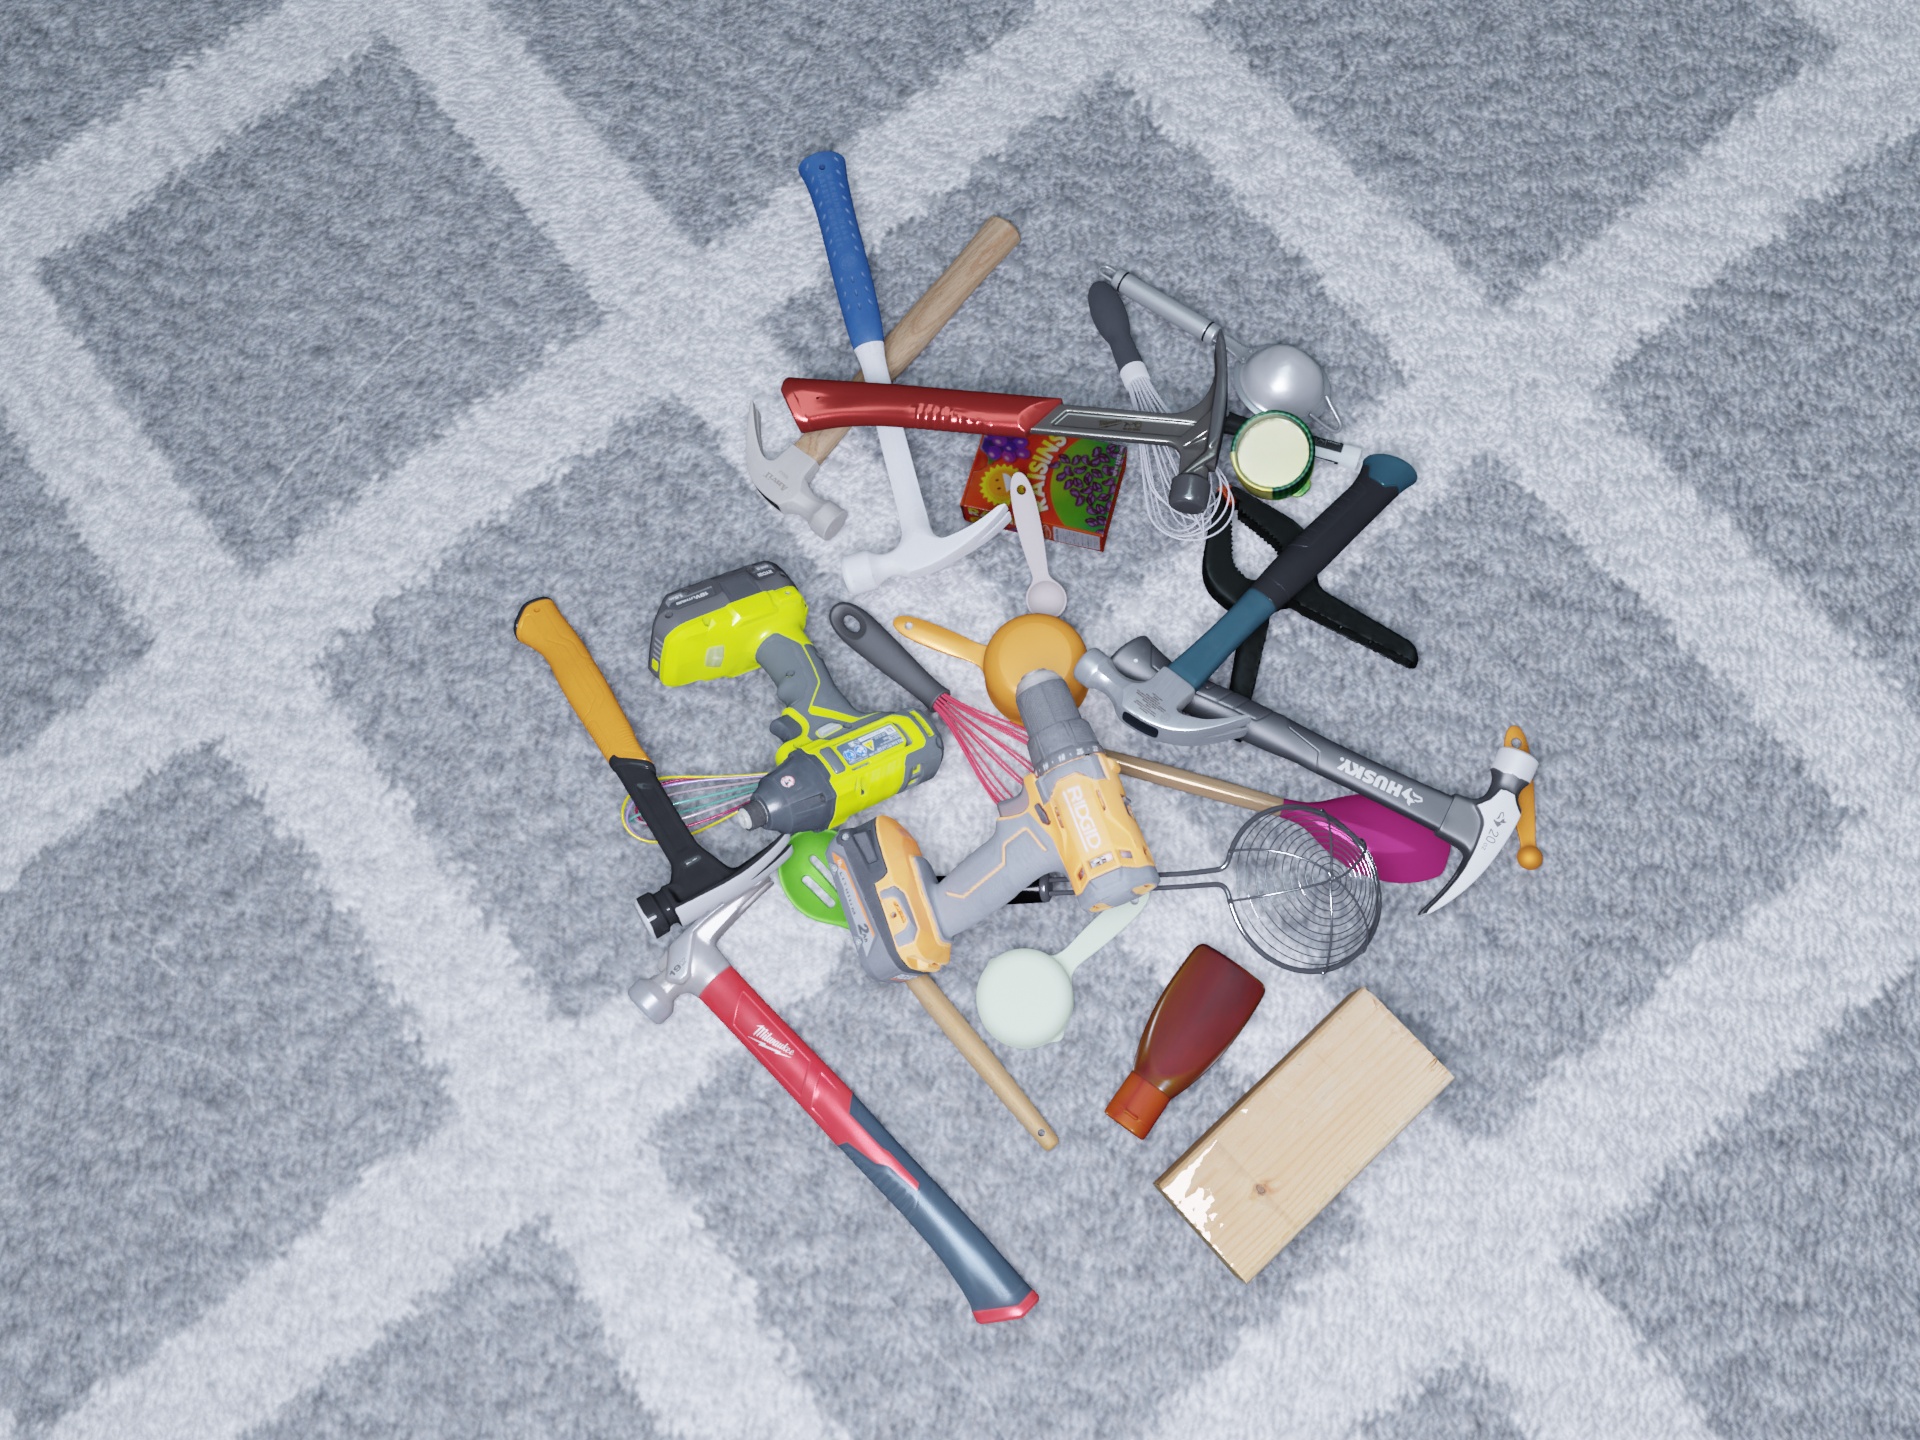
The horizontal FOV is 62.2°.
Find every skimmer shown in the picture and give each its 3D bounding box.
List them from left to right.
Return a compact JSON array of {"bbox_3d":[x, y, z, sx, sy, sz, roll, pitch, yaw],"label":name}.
[{"bbox_3d":[0.133,0.133,1.220,0.363,0.090,0.127,-5,70,22],"label":"skimmer"}]

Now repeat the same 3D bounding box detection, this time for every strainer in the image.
[{"bbox_3d":[0.223,-0.329,1.368,0.258,0.050,0.087,35,64,17],"label":"strainer"}]

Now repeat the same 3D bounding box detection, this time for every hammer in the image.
[{"bbox_3d":[-0.265,0.016,1.272,0.127,0.034,0.337,-29,59,-16],"label":"hammer"},{"bbox_3d":[-0.076,0.293,1.212,0.143,0.038,0.386,-44,75,-10],"label":"hammer"},{"bbox_3d":[-0.069,-0.309,1.351,0.144,0.035,0.406,-16,72,5],"label":"hammer"},{"bbox_3d":[-0.064,-0.316,1.392,0.130,0.031,0.331,37,80,13],"label":"hammer"},{"bbox_3d":[0.032,-0.255,1.280,0.359,0.036,0.149,7,75,12],"label":"hammer"},{"bbox_3d":[0.244,-0.104,1.252,0.128,0.033,0.331,40,70,18],"label":"hammer"},{"bbox_3d":[0.265,0.026,1.238,0.335,0.035,0.146,26,83,9],"label":"hammer"}]

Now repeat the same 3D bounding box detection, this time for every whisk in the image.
[{"bbox_3d":[-0.156,0.048,1.288,0.245,0.051,0.047,-16,68,-3],"label":"whisk"},{"bbox_3d":[-0.002,-0.004,1.284,0.296,0.073,0.073,41,81,21],"label":"whisk"},{"bbox_3d":[0.156,-0.264,1.334,0.070,0.070,0.285,-17,62,0],"label":"whisk"}]

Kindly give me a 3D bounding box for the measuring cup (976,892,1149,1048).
[{"bbox_3d":[0.083,0.183,1.229,0.167,0.038,0.083,-41,75,-5],"label":"measuring cup"}]

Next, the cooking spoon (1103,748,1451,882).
[{"bbox_3d":[0.229,0.062,1.263,0.319,0.017,0.069,15,76,8],"label":"cooking spoon"}]

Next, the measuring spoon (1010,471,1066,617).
[{"bbox_3d":[0.062,-0.145,1.315,0.034,0.018,0.124,-11,99,17],"label":"measuring spoon"}]

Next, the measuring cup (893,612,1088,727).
[{"bbox_3d":[0.023,-0.058,1.297,0.173,0.052,0.095,21,77,8],"label":"measuring cup"}]

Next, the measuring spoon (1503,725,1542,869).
[{"bbox_3d":[0.442,0.059,1.249,0.021,0.011,0.117,-2,74,4],"label":"measuring spoon"}]

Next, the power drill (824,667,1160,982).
[{"bbox_3d":[0.016,0.080,1.188,0.226,0.084,0.185,-25,72,14],"label":"power drill"}]

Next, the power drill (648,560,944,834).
[{"bbox_3d":[-0.143,-0.013,1.245,0.171,0.080,0.223,-23,59,-32],"label":"power drill"}]

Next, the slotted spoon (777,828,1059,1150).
[{"bbox_3d":[-0.031,0.209,1.239,0.070,0.031,0.314,-41,77,-2],"label":"slotted spoon"}]
